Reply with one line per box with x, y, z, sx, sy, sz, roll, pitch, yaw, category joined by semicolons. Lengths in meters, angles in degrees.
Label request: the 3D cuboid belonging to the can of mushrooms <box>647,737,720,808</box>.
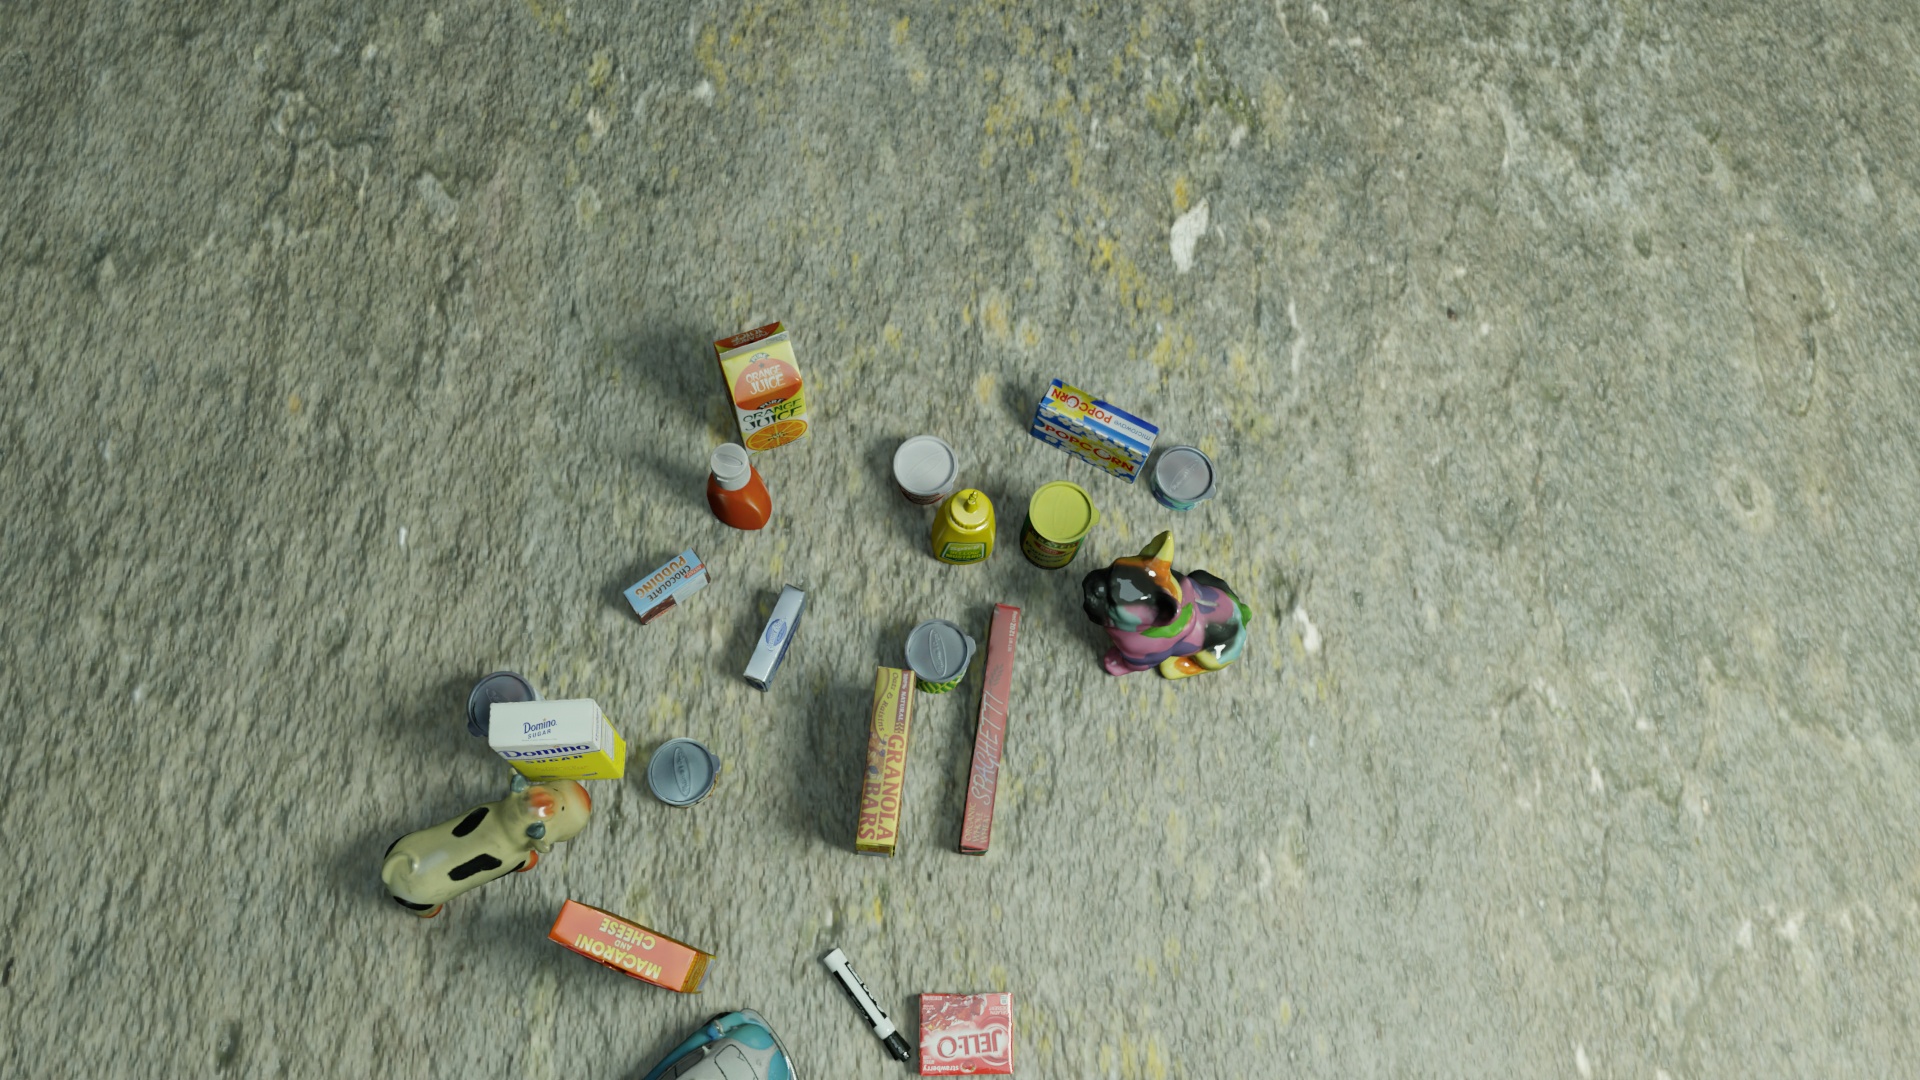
-0.270;0.229;1.365;0.071;0.033;0.071;1;72;-3;can of mushrooms

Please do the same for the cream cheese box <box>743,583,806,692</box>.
-0.186;0.099;1.403;0.024;0.053;0.104;22;72;3;cream cheese box

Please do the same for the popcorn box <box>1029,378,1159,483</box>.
0.142;-0.116;1.480;0.127;0.085;0.038;26;73;5;popcorn box

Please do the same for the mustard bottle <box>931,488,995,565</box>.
0.005;-0.018;1.399;0.065;0.159;0.049;0;72;-4;mustard bottle

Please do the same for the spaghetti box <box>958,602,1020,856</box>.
0.029;0.189;1.390;0.029;0.050;0.251;9;71;-1;spaghetti box

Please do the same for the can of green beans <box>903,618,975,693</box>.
-0.024;0.118;1.406;0.071;0.057;0.071;1;72;-3;can of green beans

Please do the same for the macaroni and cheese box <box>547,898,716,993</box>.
-0.290;0.367;1.248;0.124;0.166;0.040;21;72;3;macaroni and cheese box

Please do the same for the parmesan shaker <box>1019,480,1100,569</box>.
0.101;-0.013;1.433;0.071;0.102;0.071;1;72;-3;parmesan shaker

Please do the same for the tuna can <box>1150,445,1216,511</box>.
0.241;-0.065;1.497;0.071;0.032;0.071;1;72;-3;tuna can

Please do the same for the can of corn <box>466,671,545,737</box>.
-0.445;0.168;1.361;0.071;0.058;0.071;1;72;-3;can of corn

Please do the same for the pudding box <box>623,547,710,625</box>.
-0.298;0.048;1.415;0.084;0.049;0.030;-35;78;-14;pudding box

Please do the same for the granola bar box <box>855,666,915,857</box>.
-0.071;0.215;1.335;0.039;0.124;0.166;7;72;-1;granola bar box

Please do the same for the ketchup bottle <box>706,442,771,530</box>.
-0.227;-0.054;1.401;0.065;0.148;0.043;18;72;2;ketchup bottle

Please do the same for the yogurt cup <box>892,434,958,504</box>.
-0.038;-0.072;1.469;0.072;0.053;0.072;1;72;-3;yogurt cup

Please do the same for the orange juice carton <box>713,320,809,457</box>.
-0.203;-0.160;1.415;0.072;0.192;0.073;-19;74;-9;orange juice carton
